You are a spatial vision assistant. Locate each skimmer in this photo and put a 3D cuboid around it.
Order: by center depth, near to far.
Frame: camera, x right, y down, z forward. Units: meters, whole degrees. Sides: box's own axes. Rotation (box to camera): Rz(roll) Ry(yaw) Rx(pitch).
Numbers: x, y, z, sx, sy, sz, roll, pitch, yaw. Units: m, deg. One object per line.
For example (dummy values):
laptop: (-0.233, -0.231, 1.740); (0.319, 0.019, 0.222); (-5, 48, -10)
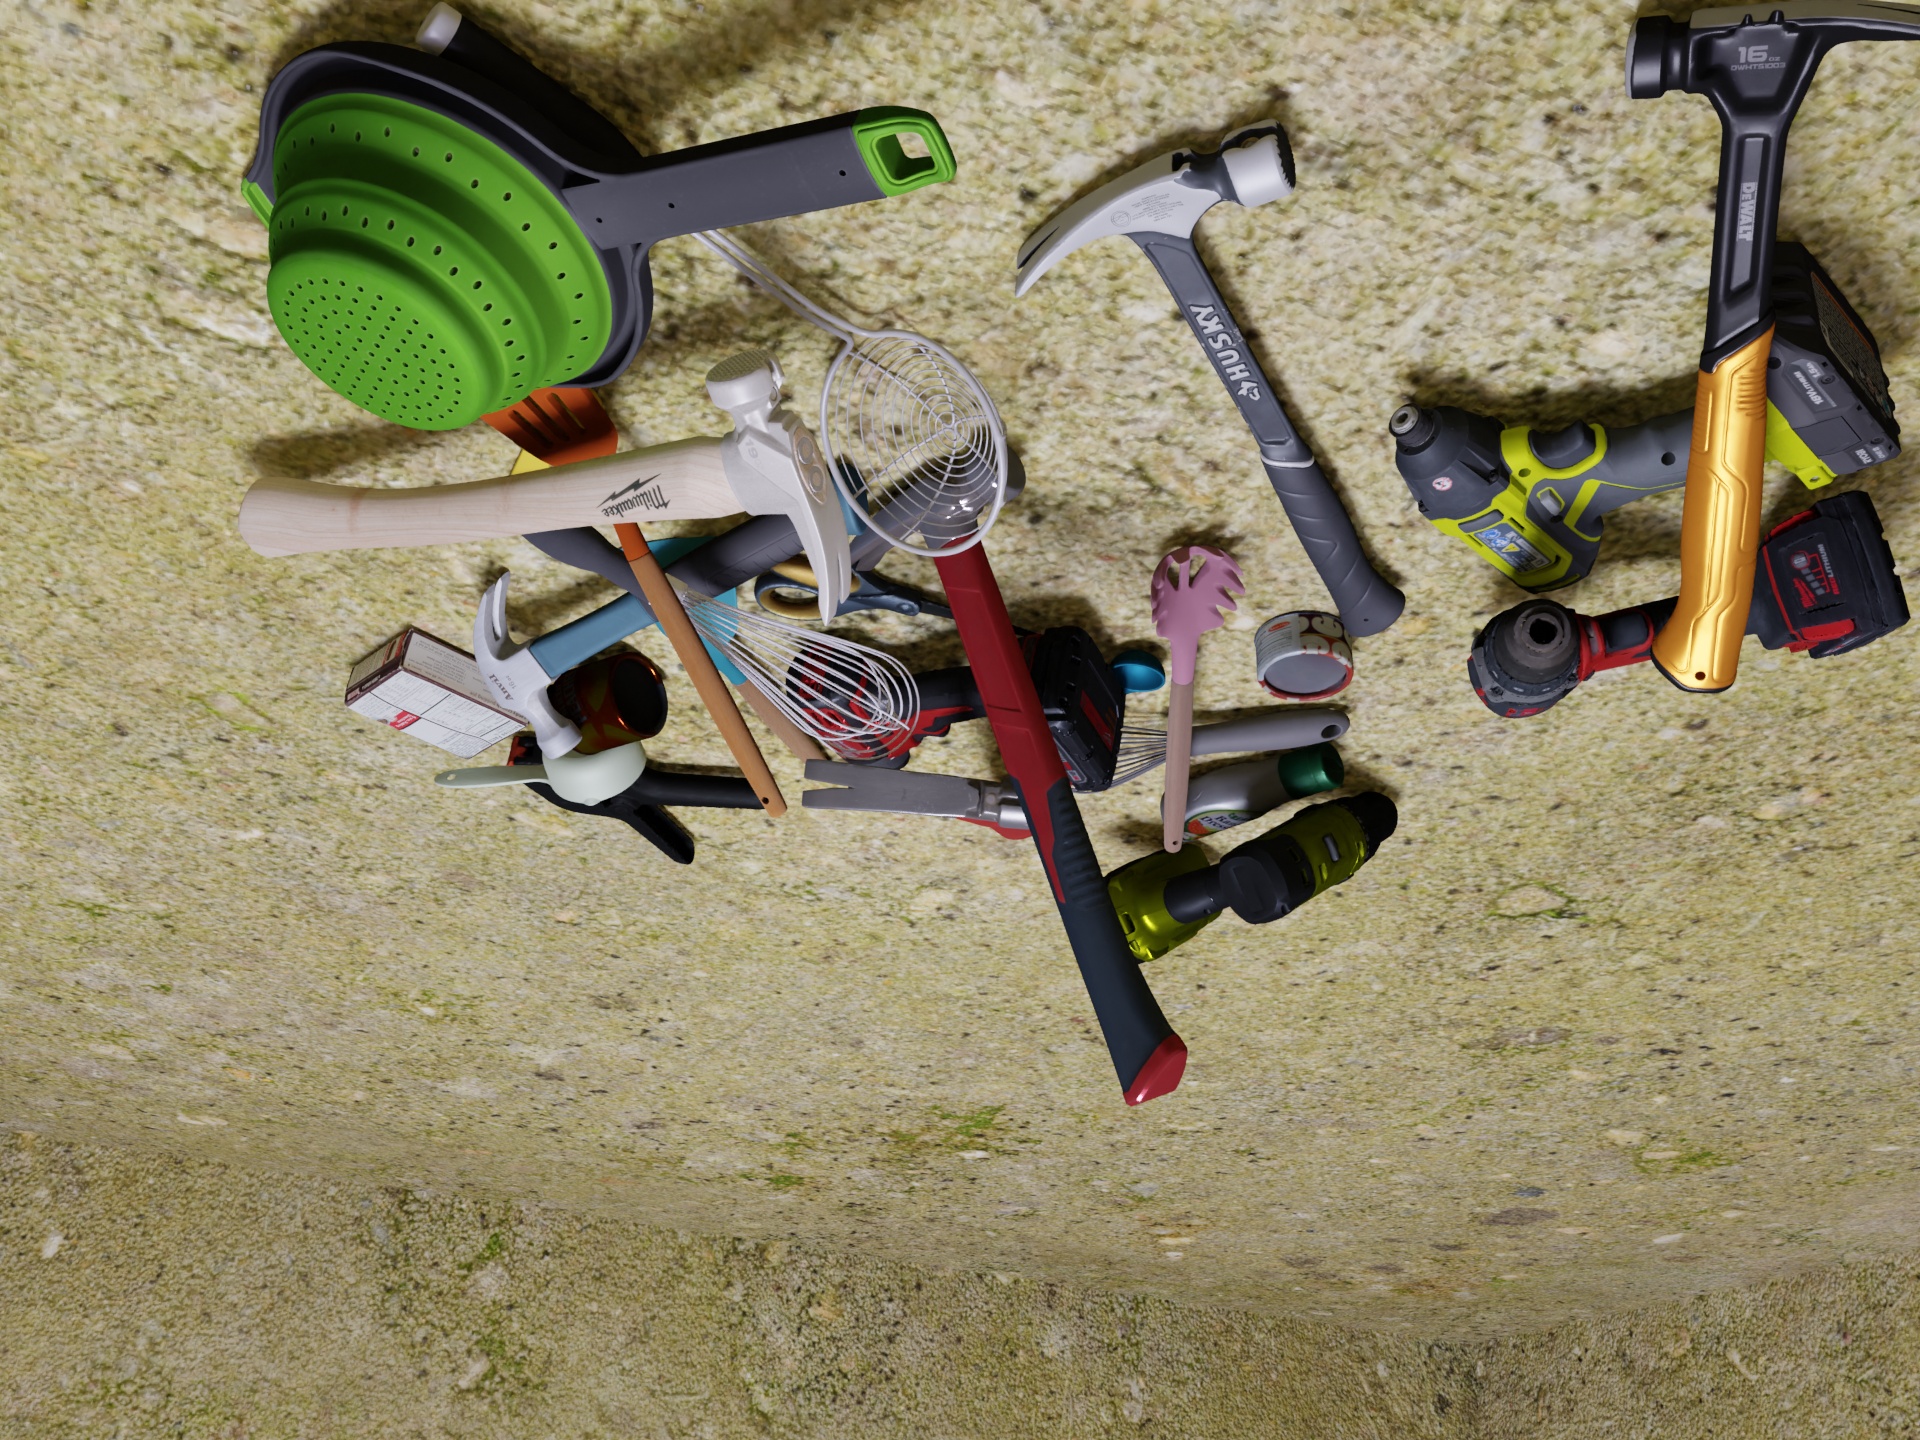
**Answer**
skimmer: (-0.116, -0.208, 0.798); (0.127, 0.090, 0.363); (-13, 146, 44)

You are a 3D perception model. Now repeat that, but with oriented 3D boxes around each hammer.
hammer: (0.368, -0.155, 0.740); (0.127, 0.034, 0.336); (7, 129, 26)
hammer: (0.174, -0.160, 0.903); (0.149, 0.036, 0.408); (-12, 146, 26)
hammer: (-0.253, -0.114, 0.907); (0.411, 0.038, 0.146); (-1, 126, 28)
hammer: (0.035, 0.038, 0.933); (0.143, 0.386, 0.038); (-30, 162, 38)
hammer: (-0.193, -0.082, 1.045); (0.331, 0.033, 0.128); (-23, 112, 28)
hammer: (0.002, 0.062, 1.152); (0.149, 0.037, 0.359); (5, 175, 10)

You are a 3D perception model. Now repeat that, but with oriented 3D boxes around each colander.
colander: (-0.188, -0.207, 0.721); (0.397, 0.095, 0.204); (1, 144, 30)

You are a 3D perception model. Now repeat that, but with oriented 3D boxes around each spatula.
spatula: (-0.184, -0.073, 0.943); (0.081, 0.041, 0.322); (-15, 113, 28)
spatula: (-0.150, -0.031, 1.172); (0.082, 0.044, 0.317); (-5, 153, 15)

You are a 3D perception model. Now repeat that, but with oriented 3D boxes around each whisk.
whisk: (-0.153, -0.064, 0.993); (0.284, 0.070, 0.070); (30, 145, -4)
whisk: (0.171, 0.019, 1.190); (0.239, 0.055, 0.055); (-8, 148, 8)

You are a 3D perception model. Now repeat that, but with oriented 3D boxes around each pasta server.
pasta server: (0.155, -0.005, 1.108); (0.060, 0.040, 0.315); (-9, 137, -4)

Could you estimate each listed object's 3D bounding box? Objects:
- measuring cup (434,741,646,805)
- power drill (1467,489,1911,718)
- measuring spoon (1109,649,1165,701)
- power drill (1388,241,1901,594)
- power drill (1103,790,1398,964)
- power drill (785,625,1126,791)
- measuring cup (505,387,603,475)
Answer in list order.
measuring cup: (-0.329, 0.028, 1.227); (0.167, 0.083, 0.038); (-5, 133, 2)
power drill: (0.409, -0.059, 0.917); (0.226, 0.080, 0.187); (-16, 170, 13)
measuring spoon: (0.108, -0.025, 1.162); (0.042, 0.021, 0.128); (19, 155, -18)
power drill: (0.357, -0.154, 0.852); (0.171, 0.080, 0.223); (27, 145, -35)
power drill: (0.229, 0.123, 1.286); (0.190, 0.080, 0.228); (-21, 176, -42)
power drill: (-0.002, -0.004, 1.133); (0.220, 0.079, 0.143); (-1, 151, 25)
measuring cup: (-0.260, -0.153, 0.967); (0.062, 0.029, 0.156); (16, 145, -19)
